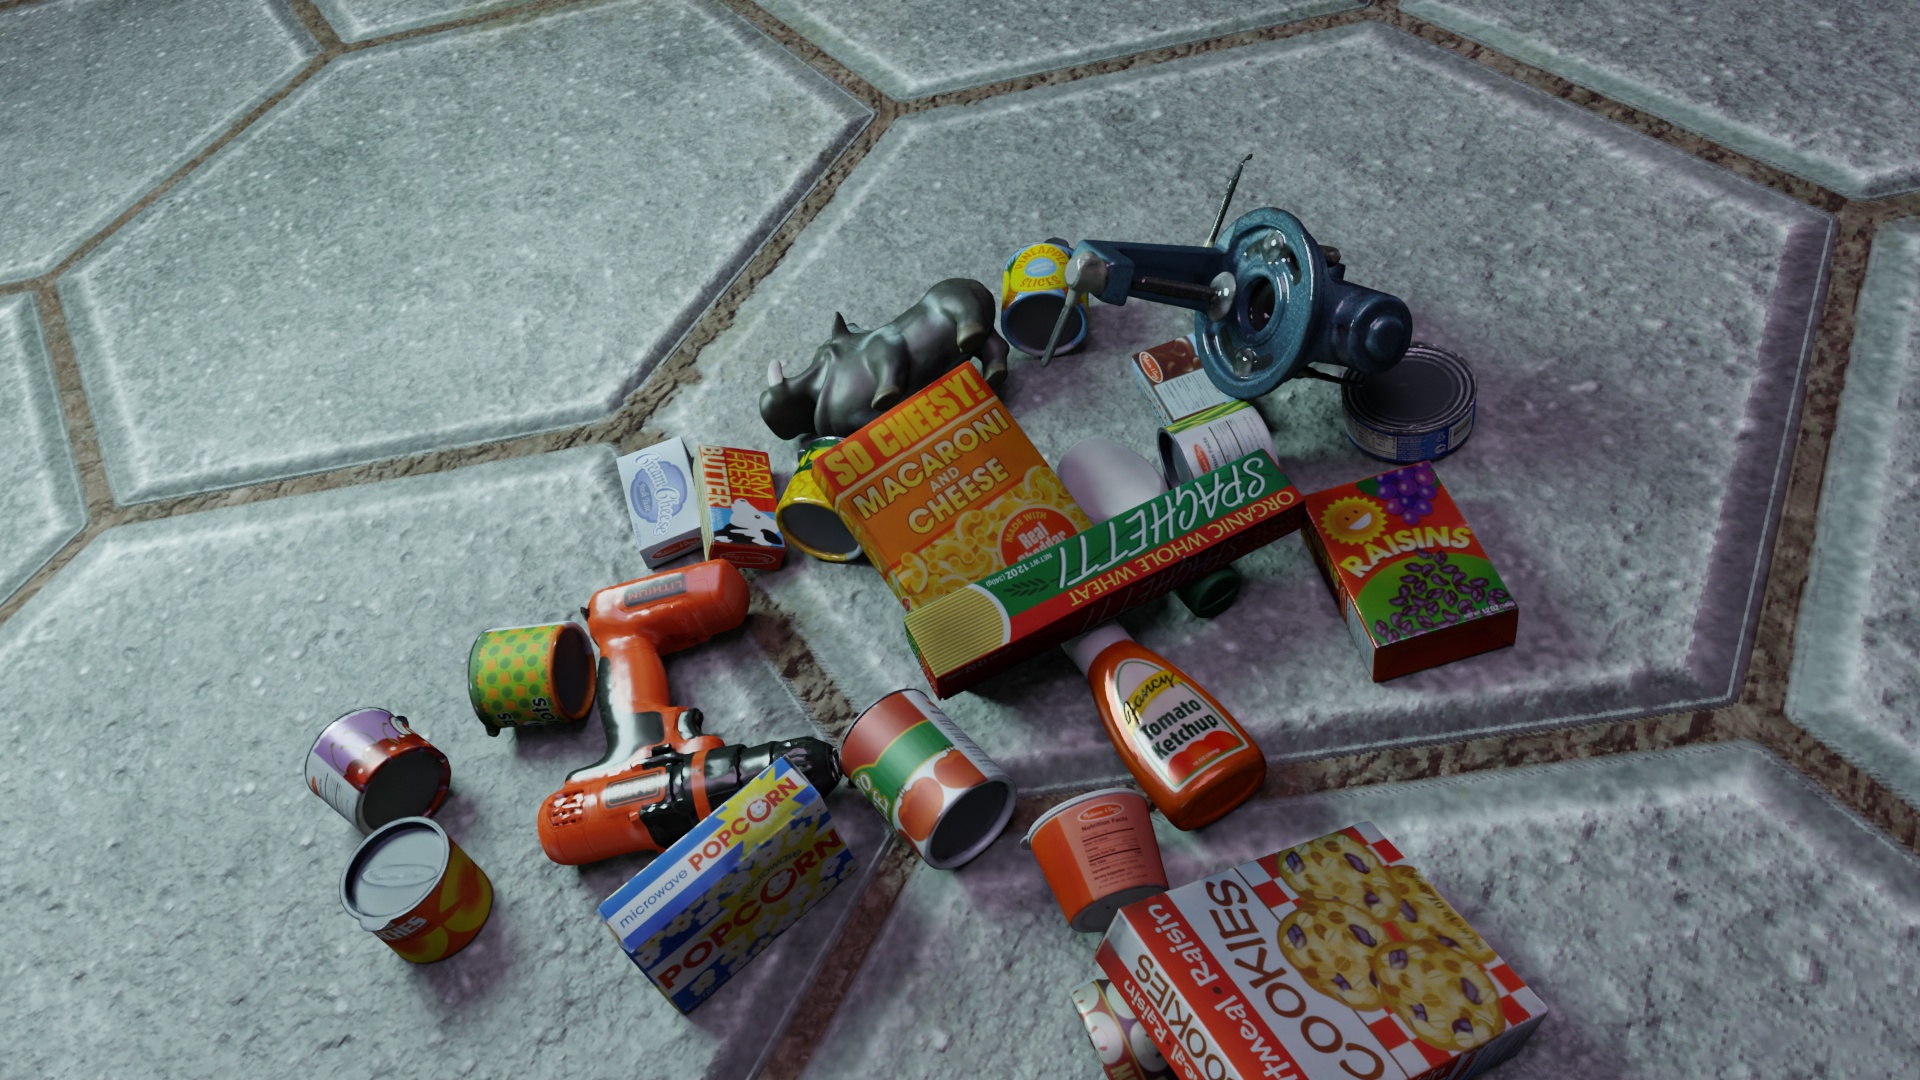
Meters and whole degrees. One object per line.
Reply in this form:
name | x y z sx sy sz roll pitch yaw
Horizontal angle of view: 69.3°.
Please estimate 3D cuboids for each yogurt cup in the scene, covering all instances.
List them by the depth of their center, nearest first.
yogurt cup | 0.075 0.170 0.730 0.072 0.072 0.054 -19 55 -1

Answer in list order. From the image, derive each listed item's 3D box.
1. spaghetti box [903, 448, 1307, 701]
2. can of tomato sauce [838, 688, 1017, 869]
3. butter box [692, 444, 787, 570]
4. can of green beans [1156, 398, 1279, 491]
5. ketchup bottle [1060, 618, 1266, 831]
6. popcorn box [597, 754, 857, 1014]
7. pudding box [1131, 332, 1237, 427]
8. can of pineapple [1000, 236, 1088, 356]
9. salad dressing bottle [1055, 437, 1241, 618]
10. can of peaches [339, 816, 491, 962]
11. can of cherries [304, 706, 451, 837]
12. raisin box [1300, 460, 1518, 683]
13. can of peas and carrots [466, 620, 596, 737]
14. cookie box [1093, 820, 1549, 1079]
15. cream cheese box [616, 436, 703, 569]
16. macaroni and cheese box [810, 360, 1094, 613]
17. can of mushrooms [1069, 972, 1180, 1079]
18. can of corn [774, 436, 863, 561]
spaghetti box | 0.088 0.017 0.825 0.250 0.028 0.050 -25 55 -10
can of tomato sauce | -0.020 0.136 0.785 0.071 0.071 0.083 -37 51 -17
butter box | -0.157 -0.025 0.978 0.053 0.024 0.104 6 42 -23
can of green beans | 0.166 -0.052 0.898 0.058 0.071 0.071 -20 47 -4
ketchup bottle | 0.108 0.095 0.800 0.065 0.043 0.149 -29 48 -10
popcorn box | -0.123 0.188 0.754 0.127 0.084 0.038 -38 51 -19
pudding box | 0.158 -0.104 0.972 0.050 0.030 0.084 -21 47 -1
can of pineapple | 0.063 -0.182 1.040 0.071 0.070 0.058 -6 49 11
salad dressing bottle | 0.119 -0.009 0.890 0.064 0.043 0.148 -30 50 -13
can of peaches | -0.317 0.207 0.811 0.071 0.057 0.071 -7 48 9
can of cherries | -0.363 0.145 0.873 0.058 0.071 0.072 24 60 32
raisin box | 0.265 0.016 0.829 0.086 0.040 0.124 -17 48 2
can of peas and carrots | -0.276 0.089 0.899 0.059 0.070 0.071 -6 48 10
cookie box | 0.165 0.206 0.642 0.168 0.040 0.123 -10 41 -31
cream cheese box | -0.215 -0.029 1.014 0.053 0.024 0.104 -21 47 -5
macaroni and cheese box | 0.003 -0.011 0.871 0.124 0.040 0.166 -34 82 -15
can of mushrooms | 0.081 0.240 0.663 0.033 0.070 0.071 -25 47 -5
can of corn | -0.089 -0.028 0.948 0.071 0.070 0.058 6 52 21
